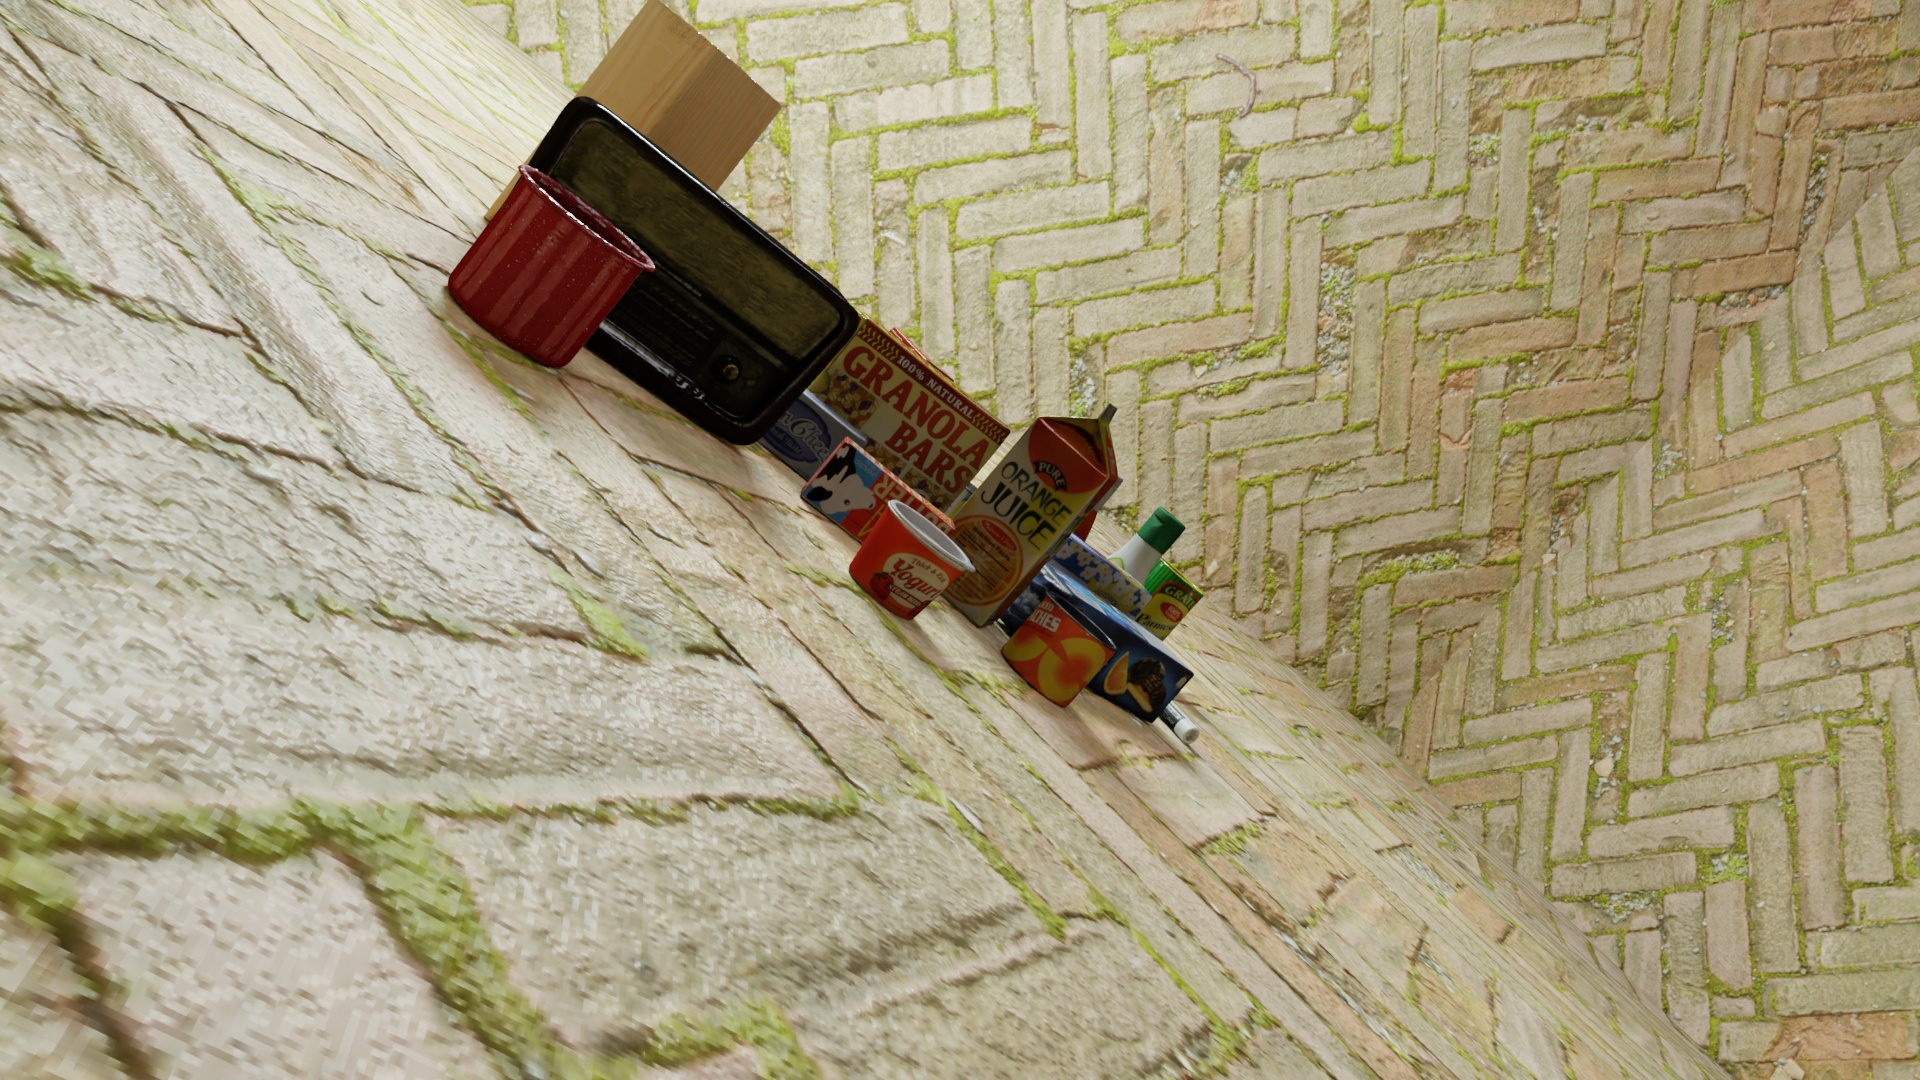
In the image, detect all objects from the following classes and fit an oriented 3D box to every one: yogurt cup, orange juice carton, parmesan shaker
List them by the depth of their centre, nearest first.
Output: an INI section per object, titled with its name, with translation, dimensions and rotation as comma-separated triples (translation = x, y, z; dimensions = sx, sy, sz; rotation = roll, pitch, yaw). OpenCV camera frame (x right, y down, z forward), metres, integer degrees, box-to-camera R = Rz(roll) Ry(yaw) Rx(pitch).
[yogurt cup]
translation = -0.035, 0.014, 0.901
dimensions = 0.072, 0.054, 0.072
rotation = 39, 8, -6
[orange juice carton]
translation = 0.056, -0.029, 1.064
dimensions = 0.073, 0.192, 0.072
rotation = 41, 7, 9
[parmesan shaker]
translation = 0.209, 0.078, 1.517
dimensions = 0.071, 0.103, 0.071
rotation = 39, 7, -6

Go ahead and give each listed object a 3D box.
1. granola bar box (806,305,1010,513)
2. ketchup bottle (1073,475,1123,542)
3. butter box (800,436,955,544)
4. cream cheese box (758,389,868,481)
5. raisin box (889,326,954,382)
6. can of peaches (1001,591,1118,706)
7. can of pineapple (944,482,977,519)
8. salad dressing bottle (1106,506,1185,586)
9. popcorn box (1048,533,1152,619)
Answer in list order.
[granola bar box]
translation = -0.059, -0.090, 1.121
dimensions = 0.165, 0.124, 0.039
rotation = 35, 9, -31
[ketchup bottle]
translation = 0.087, -0.009, 1.259
dimensions = 0.064, 0.148, 0.044
rotation = 37, 8, -24
[butter box]
translation = -0.059, -0.022, 1.001
dimensions = 0.103, 0.053, 0.024
rotation = 38, 7, -12
[cream cheese box]
translation = -0.126, -0.088, 1.053
dimensions = 0.104, 0.053, 0.024
rotation = 39, 7, -8
[raisin box]
translation = -0.071, -0.117, 1.218
dimensions = 0.040, 0.123, 0.086
rotation = 35, 9, -35
[can of peaches]
translation = 0.071, 0.079, 1.022
dimensions = 0.071, 0.058, 0.071
rotation = 39, 8, -6
[can of pineapple]
translation = 0.004, -0.016, 1.244
dimensions = 0.071, 0.058, 0.071
rotation = 39, 8, -6
[salad dressing bottle]
translation = 0.173, 0.031, 1.444
dimensions = 0.044, 0.147, 0.064
rotation = 32, 11, -48
[popcorn box]
translation = 0.101, 0.047, 1.242
dimensions = 0.126, 0.085, 0.038
rotation = 34, 9, -37
